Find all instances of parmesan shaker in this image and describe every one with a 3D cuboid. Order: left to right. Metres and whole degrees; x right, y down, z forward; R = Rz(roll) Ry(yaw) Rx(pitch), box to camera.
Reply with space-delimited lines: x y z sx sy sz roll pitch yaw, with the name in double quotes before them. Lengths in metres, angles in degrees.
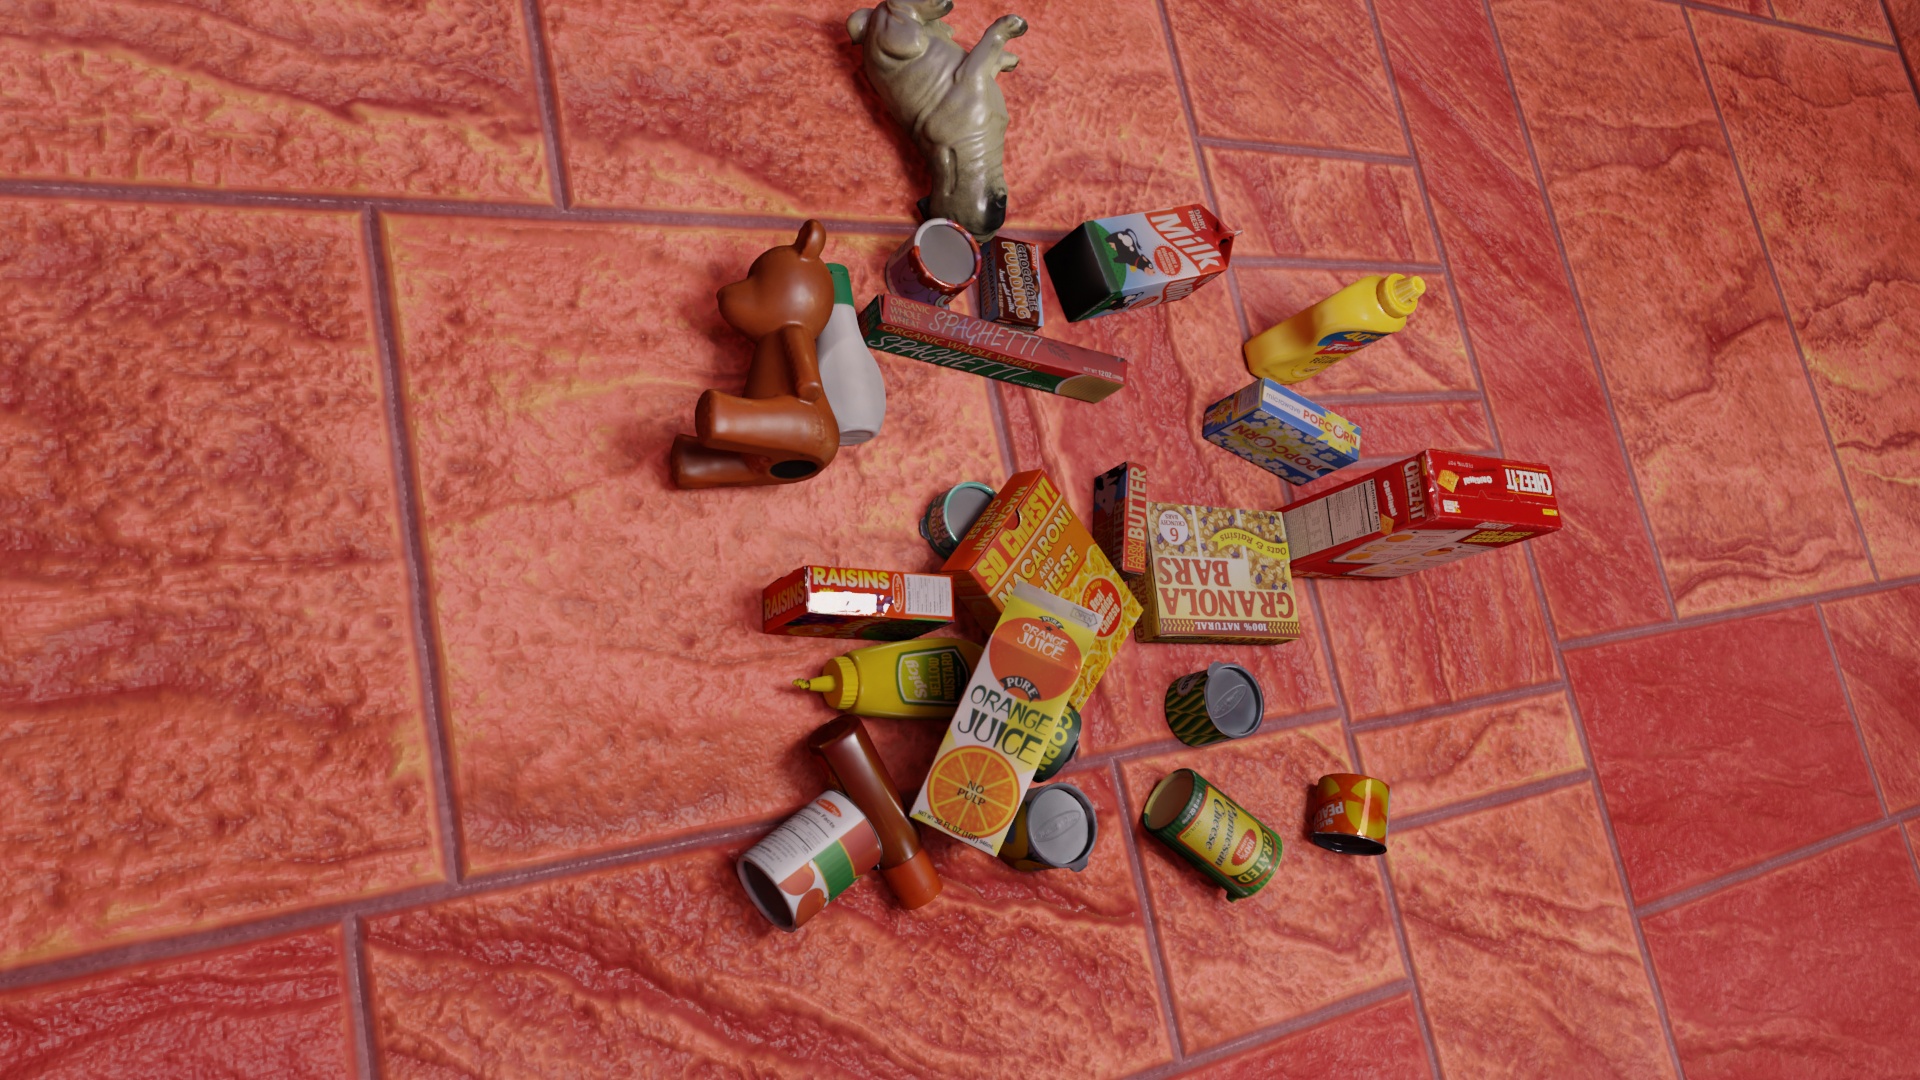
"parmesan shaker" 0.212 0.250 1.178 0.103 0.071 0.071 38 59 -15

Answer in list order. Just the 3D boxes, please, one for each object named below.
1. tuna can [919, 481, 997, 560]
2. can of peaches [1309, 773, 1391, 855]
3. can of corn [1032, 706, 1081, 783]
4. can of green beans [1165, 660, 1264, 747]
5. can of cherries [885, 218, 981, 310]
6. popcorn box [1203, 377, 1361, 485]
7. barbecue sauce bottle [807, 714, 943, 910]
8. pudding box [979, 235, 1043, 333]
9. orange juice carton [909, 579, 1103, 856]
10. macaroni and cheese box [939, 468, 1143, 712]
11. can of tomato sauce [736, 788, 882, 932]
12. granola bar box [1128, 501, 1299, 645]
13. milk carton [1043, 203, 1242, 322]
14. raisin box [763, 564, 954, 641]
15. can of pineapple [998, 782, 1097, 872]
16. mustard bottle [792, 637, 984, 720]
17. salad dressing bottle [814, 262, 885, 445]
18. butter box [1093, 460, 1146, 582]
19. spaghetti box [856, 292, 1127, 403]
"tuna can" 0.004 -0.015 1.161 0.071 0.032 0.071 10 69 -28
"can of peaches" 0.354 0.248 1.262 0.071 0.071 0.058 24 64 -22
"can of corn" 0.055 0.152 1.114 0.058 0.071 0.071 34 60 -16
"can of green beans" 0.223 0.145 1.223 0.071 0.057 0.071 10 70 -28
"can of cherries" -0.021 -0.235 1.202 0.071 0.058 0.071 10 69 -27
"popcorn box" 0.310 -0.104 1.338 0.127 0.085 0.038 23 63 -22
"barbecue sauce bottle" -0.061 0.204 1.037 0.044 0.065 0.148 -29 99 -9
"pudding box" 0.046 -0.229 1.257 0.050 0.030 0.084 7 71 -30
"orange juice carton" 0.036 0.129 1.040 0.072 0.073 0.192 25 93 4
"macaroni and cheese box" 0.072 0.042 1.153 0.166 0.040 0.124 53 54 -24
"can of tomato sauce" -0.108 0.231 0.996 0.083 0.071 0.071 -34 93 -33
"granola bar box" 0.231 0.032 1.276 0.166 0.039 0.124 3 73 -29
"milk carton" 0.182 -0.268 1.324 0.191 0.072 0.073 -17 83 -34
"raisin box" -0.078 0.048 1.060 0.123 0.086 0.040 5 74 -29
"can of pineapple" 0.066 0.230 1.102 0.071 0.057 0.071 10 70 -28
"mustard bottle" -0.054 0.110 1.076 0.160 0.048 0.065 0 79 -31
"salad dressing bottle" -0.099 -0.154 1.140 0.064 0.044 0.148 -1 74 -30
"butter box" 0.141 -0.014 1.229 0.024 0.053 0.104 13 68 -25
"spaghetti box" 0.030 -0.166 1.215 0.250 0.050 0.029 10 69 -27
